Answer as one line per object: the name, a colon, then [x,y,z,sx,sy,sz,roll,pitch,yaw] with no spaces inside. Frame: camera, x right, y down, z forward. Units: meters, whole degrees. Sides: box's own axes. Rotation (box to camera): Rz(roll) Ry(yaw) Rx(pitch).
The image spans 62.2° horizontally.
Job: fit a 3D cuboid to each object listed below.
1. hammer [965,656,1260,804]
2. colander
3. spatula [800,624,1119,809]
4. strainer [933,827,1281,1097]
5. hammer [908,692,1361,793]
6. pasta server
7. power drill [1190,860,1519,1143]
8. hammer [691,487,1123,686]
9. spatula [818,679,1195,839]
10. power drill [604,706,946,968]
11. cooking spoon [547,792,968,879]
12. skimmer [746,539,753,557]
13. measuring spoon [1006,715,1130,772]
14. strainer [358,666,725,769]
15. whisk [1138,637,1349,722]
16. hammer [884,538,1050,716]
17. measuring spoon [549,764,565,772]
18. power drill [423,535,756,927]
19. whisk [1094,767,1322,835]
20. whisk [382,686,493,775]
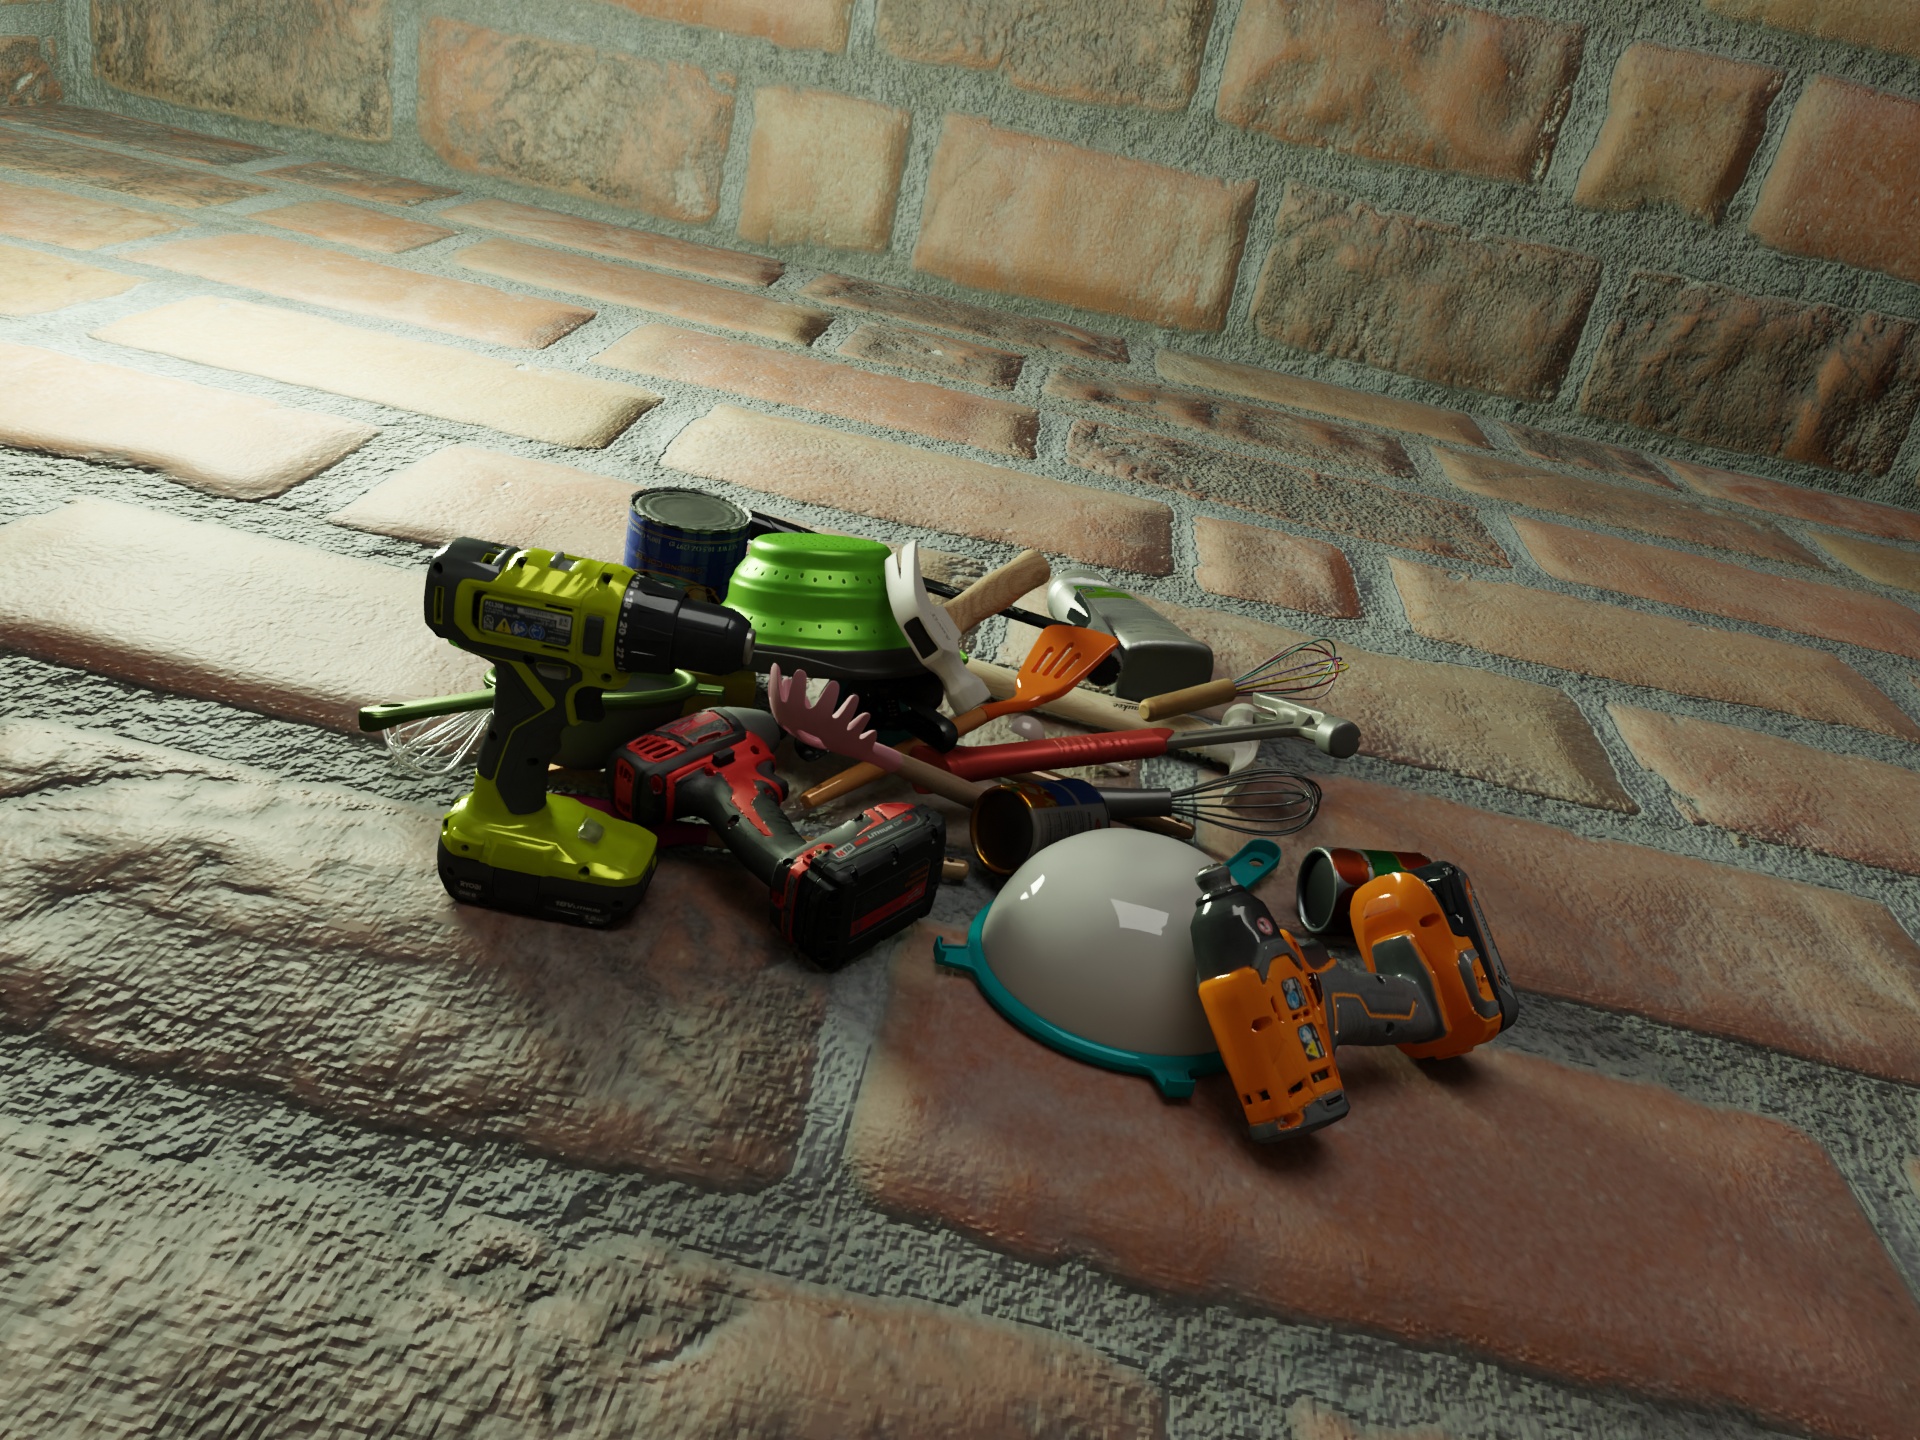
hammer: [0.063,-0.023,1.418,0.410,0.038,0.146,16,27,10]
colander: [-0.187,-0.096,1.225,0.397,0.094,0.205,-1,14,-22]
spatula: [-0.002,-0.004,1.261,0.081,0.041,0.322,17,32,42]
strainer: [0.151,0.115,1.095,0.211,0.095,0.340,26,29,27]
hammer: [0.129,0.018,1.266,0.359,0.036,0.149,-6,12,-21]
pasta server: [-0.028,0.028,1.102,0.060,0.040,0.316,14,-8,36]
power drill: [0.238,0.154,0.992,0.226,0.084,0.164,-9,74,-39]
hammer: [-0.050,-0.132,1.435,0.409,0.036,0.149,18,24,-9]
spatula: [0.040,0.031,1.284,0.317,0.044,0.082,19,34,11]
power drill: [-0.121,0.062,1.076,0.220,0.078,0.143,32,38,30]
cooking spoon: [-0.151,0.083,1.114,0.319,0.017,0.069,9,27,-7]
skimmer: [-0.247,-0.159,1.555,0.127,0.090,0.364,33,-3,-37]
measuring spoon: [0.094,0.019,1.324,0.124,0.018,0.034,20,8,-26]
strainer: [-0.299,0.006,1.106,0.151,0.069,0.256,13,16,37]
whisk: [0.258,-0.032,1.424,0.245,0.051,0.047,-13,42,-33]
hammer: [0.019,-0.102,1.310,0.130,0.031,0.331,58,22,-4]
measuring spoon: [-0.281,0.031,1.180,0.117,0.011,0.021,-12,35,-35]
power drill: [-0.233,0.009,0.984,0.190,0.228,0.080,12,25,-2]
whisk: [0.161,0.065,1.237,0.239,0.055,0.055,-1,25,2]
whisk: [-0.355,-0.014,1.205,0.059,0.058,0.246,49,25,-3]
